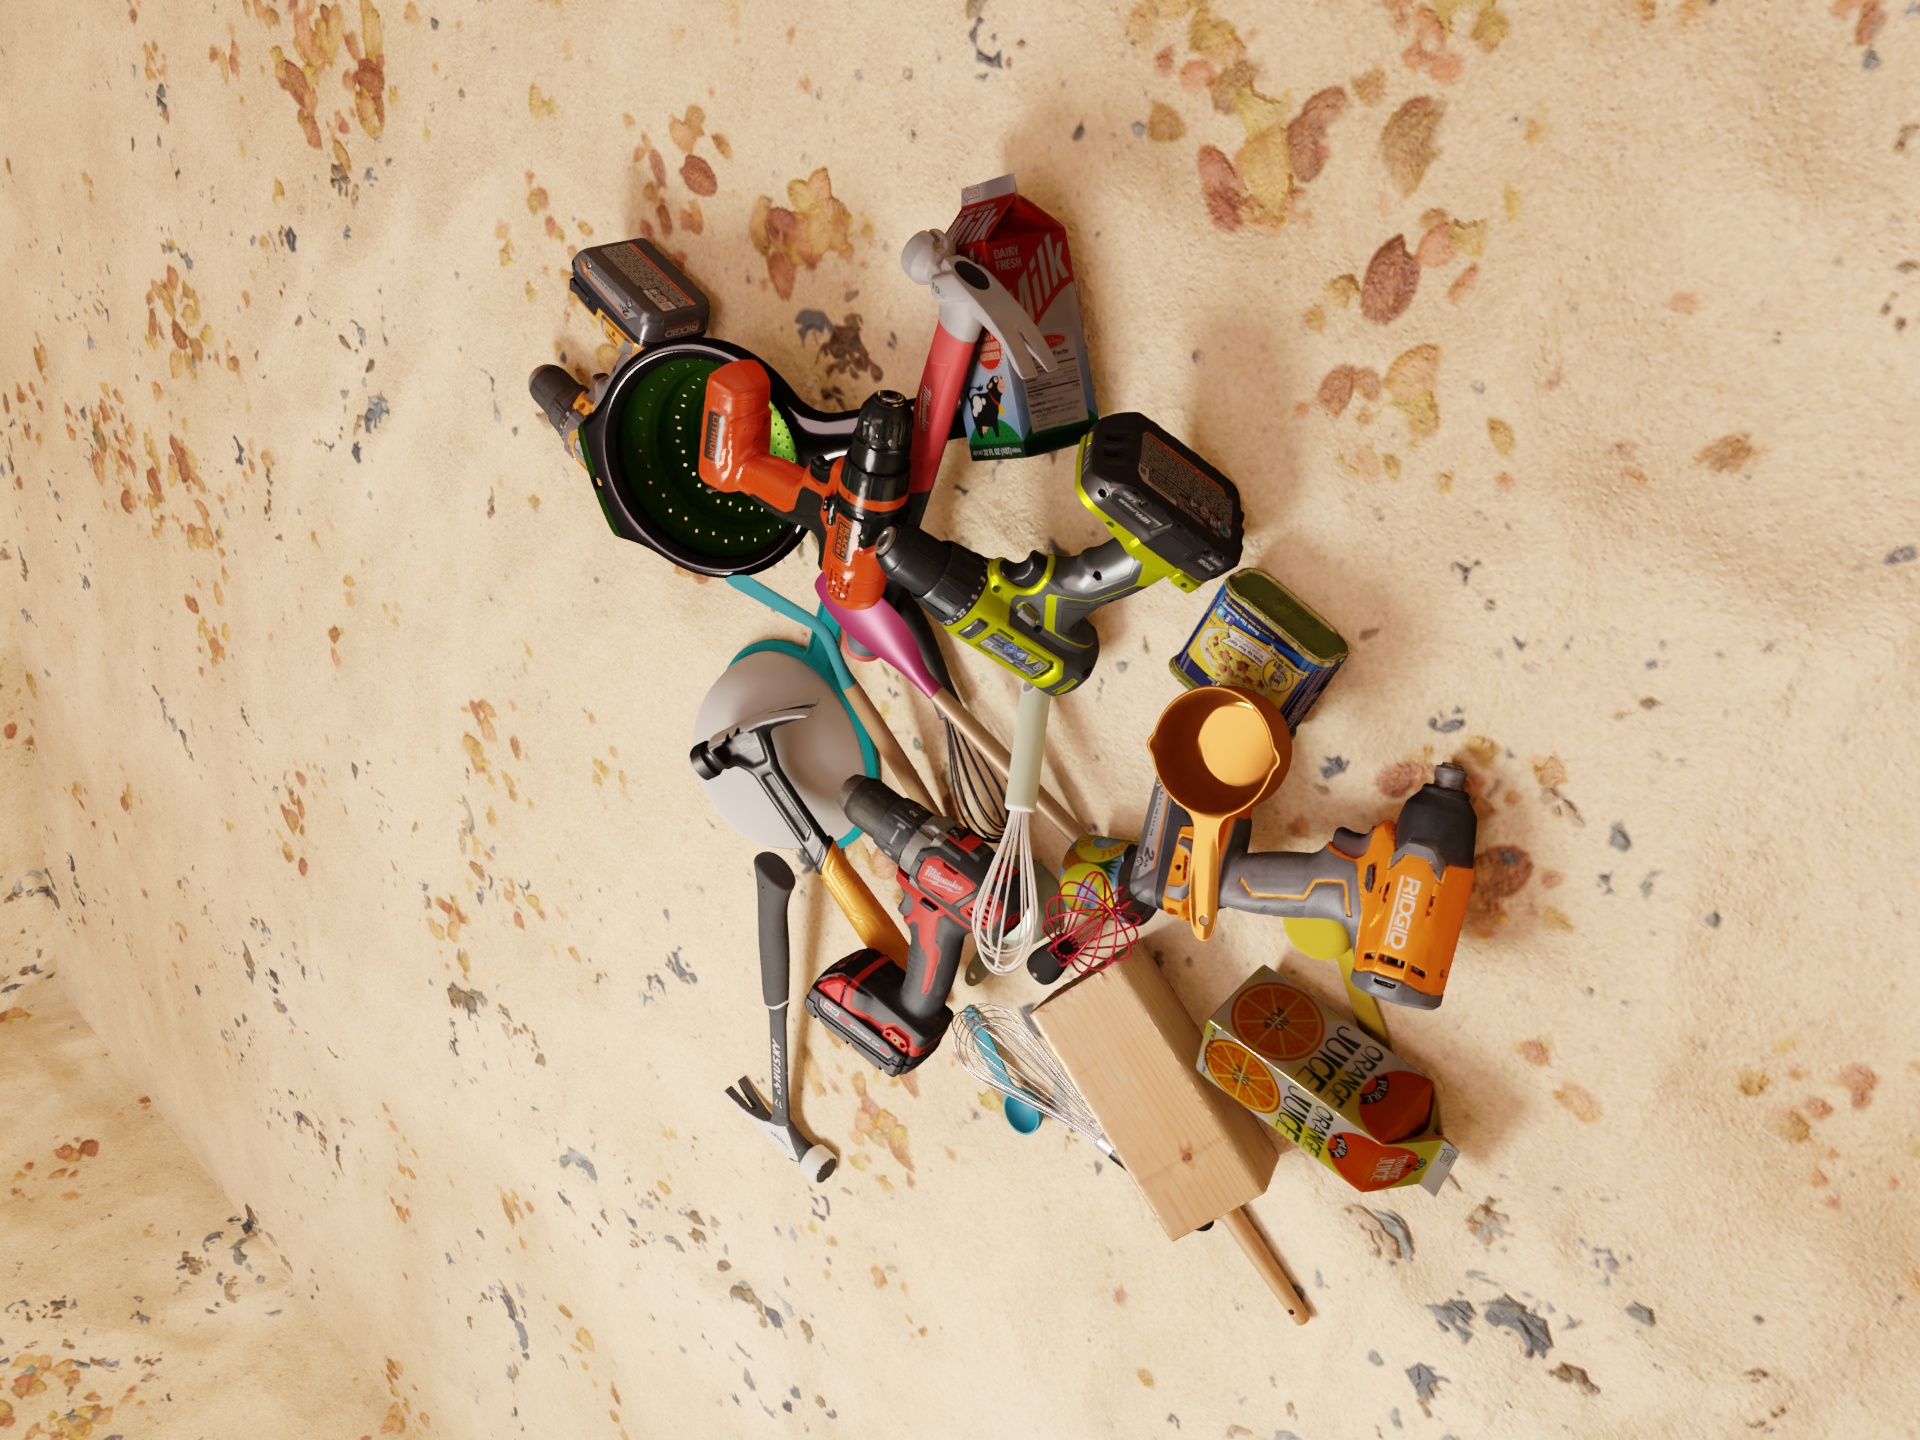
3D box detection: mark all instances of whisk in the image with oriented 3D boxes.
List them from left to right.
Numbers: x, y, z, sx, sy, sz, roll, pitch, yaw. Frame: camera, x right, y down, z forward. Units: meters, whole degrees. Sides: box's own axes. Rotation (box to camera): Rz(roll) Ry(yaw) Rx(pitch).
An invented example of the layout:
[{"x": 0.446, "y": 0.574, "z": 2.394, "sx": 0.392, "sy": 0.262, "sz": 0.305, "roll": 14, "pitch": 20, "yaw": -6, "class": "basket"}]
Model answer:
[{"x": -0.009, "y": -0.006, "z": 1.337, "sx": 0.055, "sy": 0.055, "sz": 0.239, "roll": -28, "pitch": 84, "yaw": 45, "class": "whisk"}, {"x": 0.047, "y": 0.077, "z": 1.256, "sx": 0.058, "sy": 0.059, "sz": 0.246, "roll": 0, "pitch": 79, "yaw": 48, "class": "whisk"}, {"x": 0.085, "y": 0.175, "z": 1.245, "sx": 0.073, "sy": 0.073, "sz": 0.295, "roll": 54, "pitch": 164, "yaw": 10, "class": "whisk"}, {"x": 0.105, "y": 0.344, "z": 1.383, "sx": 0.285, "sy": 0.070, "sz": 0.070, "roll": 37, "pitch": 130, "yaw": 18, "class": "whisk"}]

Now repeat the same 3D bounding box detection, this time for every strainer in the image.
[{"x": -0.164, "y": -0.010, "z": 1.437, "sx": 0.211, "sy": 0.095, "sz": 0.340, "roll": 39, "pitch": 132, "yaw": 23, "class": "strainer"}]

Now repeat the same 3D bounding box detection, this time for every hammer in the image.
[{"x": -0.186, "y": 0.292, "z": 1.597, "sx": 0.149, "sy": 0.036, "sz": 0.408, "roll": 31, "pitch": 135, "yaw": 32, "class": "hammer"}, {"x": -0.102, "y": 0.136, "z": 1.425, "sx": 0.127, "sy": 0.034, "sz": 0.336, "roll": -24, "pitch": 111, "yaw": 21, "class": "hammer"}, {"x": -0.028, "y": -0.167, "z": 1.200, "sx": 0.143, "sy": 0.038, "sz": 0.386, "roll": 52, "pitch": 146, "yaw": 25, "class": "hammer"}]

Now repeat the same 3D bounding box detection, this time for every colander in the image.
[{"x": -0.123, "y": -0.238, "z": 1.317, "sx": 0.397, "sy": 0.094, "sz": 0.204, "roll": -5, "pitch": 113, "yaw": 25, "class": "colander"}]

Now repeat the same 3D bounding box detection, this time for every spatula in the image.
[{"x": -0.090, "y": -0.003, "z": 1.364, "sx": 0.317, "sy": 0.044, "sz": 0.082, "roll": 58, "pitch": 162, "yaw": -14, "class": "spatula"}]

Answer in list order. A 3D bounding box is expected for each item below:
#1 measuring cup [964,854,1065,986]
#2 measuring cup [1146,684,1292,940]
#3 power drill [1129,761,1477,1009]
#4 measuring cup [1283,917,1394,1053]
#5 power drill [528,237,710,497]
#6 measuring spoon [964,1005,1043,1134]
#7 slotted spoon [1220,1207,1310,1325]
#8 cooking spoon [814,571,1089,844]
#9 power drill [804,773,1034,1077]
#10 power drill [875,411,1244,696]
[{"x": 0.030, "y": 0.187, "z": 1.386, "sx": 0.083, "sy": 0.038, "sz": 0.167, "roll": 45, "pitch": 130, "yaw": 18, "class": "measuring cup"}, {"x": 0.178, "y": 0.061, "z": 1.080, "sx": 0.095, "sy": 0.052, "sz": 0.173, "roll": 7, "pitch": 99, "yaw": 32, "class": "measuring cup"}, {"x": 0.245, "y": 0.089, "z": 1.110, "sx": 0.227, "sy": 0.084, "sz": 0.164, "roll": 17, "pitch": 95, "yaw": 33, "class": "power drill"}, {"x": 0.282, "y": 0.194, "z": 1.166, "sx": 0.062, "sy": 0.029, "sz": 0.156, "roll": -19, "pitch": 93, "yaw": 45, "class": "measuring cup"}, {"x": -0.322, "y": -0.327, "z": 1.457, "sx": 0.185, "sy": 0.084, "sz": 0.226, "roll": 45, "pitch": 137, "yaw": 20, "class": "power drill"}, {"x": 0.041, "y": 0.317, "z": 1.456, "sx": 0.042, "sy": 0.021, "sz": 0.129, "roll": -42, "pitch": 69, "yaw": 40, "class": "measuring spoon"}, {"x": 0.196, "y": 0.366, "z": 1.325, "sx": 0.070, "sy": 0.031, "sz": 0.314, "roll": -40, "pitch": 82, "yaw": 40, "class": "slotted spoon"}, {"x": -0.002, "y": -0.004, "z": 1.289, "sx": 0.319, "sy": 0.017, "sz": 0.068, "roll": 45, "pitch": 145, "yaw": -3, "class": "cooking spoon"}, {"x": -0.055, "y": 0.170, "z": 1.359, "sx": 0.188, "sy": 0.080, "sz": 0.226, "roll": 35, "pitch": 121, "yaw": 16, "class": "power drill"}, {"x": 0.068, "y": -0.119, "z": 1.135, "sx": 0.190, "sy": 0.080, "sz": 0.228, "roll": 31, "pitch": 138, "yaw": -26, "class": "power drill"}]
